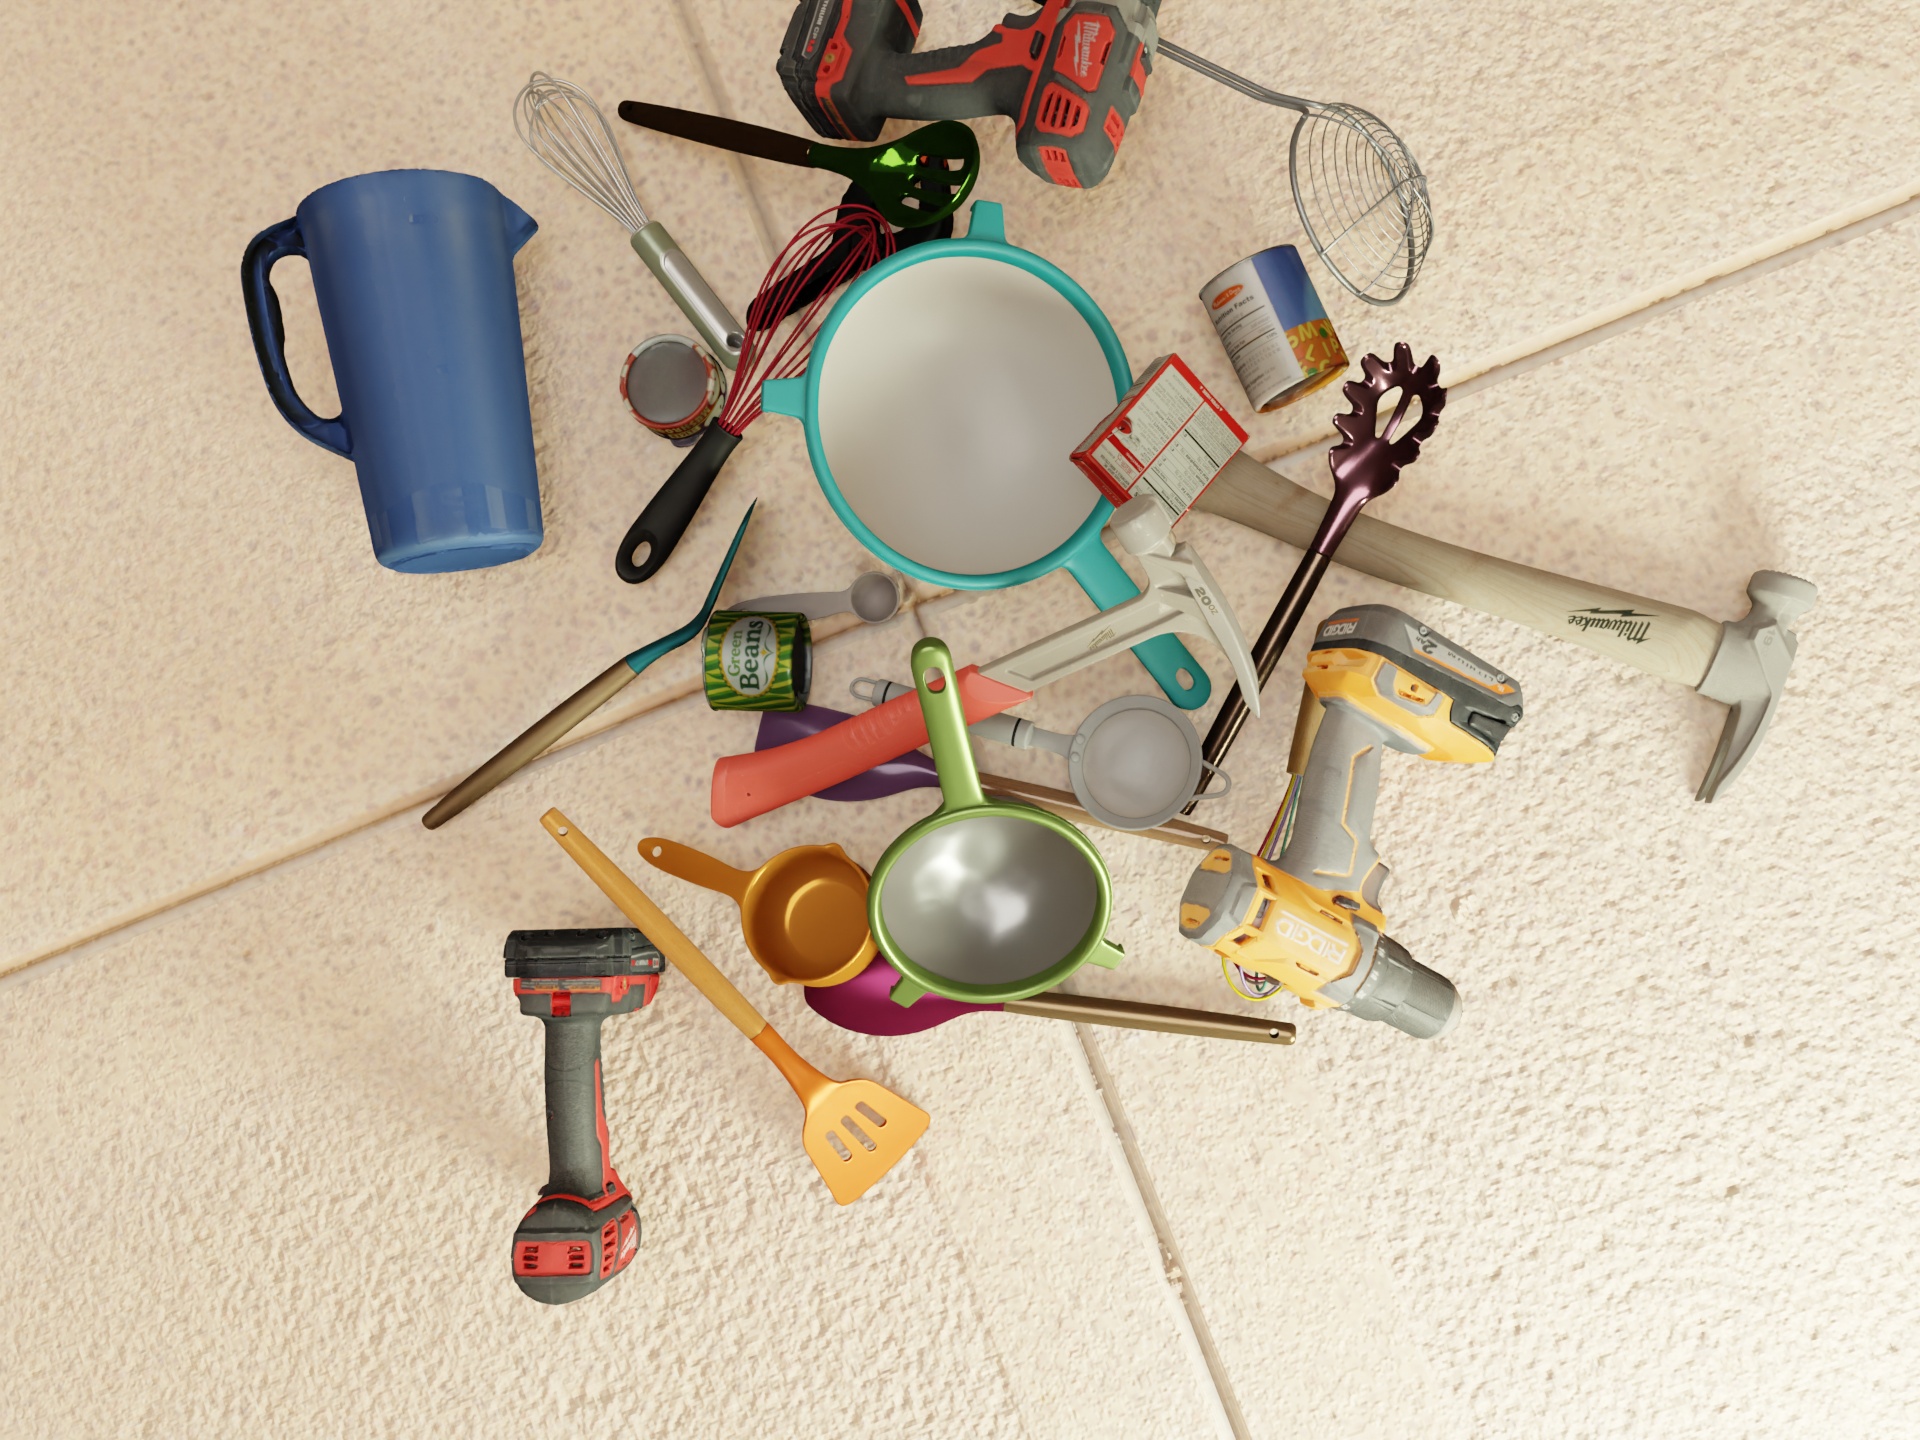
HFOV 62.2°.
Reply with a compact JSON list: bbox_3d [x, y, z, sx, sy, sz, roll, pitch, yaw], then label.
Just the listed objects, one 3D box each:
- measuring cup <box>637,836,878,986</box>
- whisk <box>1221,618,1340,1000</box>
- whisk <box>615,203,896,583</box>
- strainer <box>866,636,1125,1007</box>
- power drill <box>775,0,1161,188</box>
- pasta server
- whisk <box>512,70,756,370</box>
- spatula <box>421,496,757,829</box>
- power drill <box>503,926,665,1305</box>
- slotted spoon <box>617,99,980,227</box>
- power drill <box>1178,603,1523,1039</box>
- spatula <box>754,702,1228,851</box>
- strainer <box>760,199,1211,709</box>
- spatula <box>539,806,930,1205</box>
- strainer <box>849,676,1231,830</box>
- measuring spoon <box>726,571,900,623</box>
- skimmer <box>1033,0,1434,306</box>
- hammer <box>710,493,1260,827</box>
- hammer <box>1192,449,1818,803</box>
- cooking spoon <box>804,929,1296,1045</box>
[{"bbox_3d":[-0.129,0.114,1.035,0.174,0.052,0.095,19,80,19],"label":"measuring cup"},{"bbox_3d":[0.207,0.055,0.998,0.047,0.051,0.245,12,86,13],"label":"whisk"},{"bbox_3d":[-0.139,-0.203,1.025,0.073,0.073,0.295,41,109,7],"label":"whisk"},{"bbox_3d":[0.006,0.054,0.971,0.151,0.069,0.256,-11,118,4],"label":"strainer"},{"bbox_3d":[0.017,-0.437,0.991,0.227,0.080,0.188,16,84,22],"label":"power drill"},{"bbox_3d":[0.206,-0.079,0.976,0.060,0.040,0.316,32,104,20],"label":"pasta server"},{"bbox_3d":[-0.216,-0.334,1.068,0.058,0.059,0.246,-37,87,-23],"label":"whisk"},{"bbox_3d":[-0.245,-0.030,1.056,0.317,0.082,0.044,-37,106,9],"label":"spatula"},{"bbox_3d":[-0.235,0.242,1.003,0.078,0.143,0.220,-2,81,3],"label":"power drill"},{"bbox_3d":[-0.109,-0.364,1.007,0.314,0.031,0.070,24,89,32],"label":"slotted spoon"},{"bbox_3d":[0.253,0.068,0.950,0.185,0.084,0.226,28,82,-14],"label":"power drill"},{"bbox_3d":[0.017,0.045,1.034,0.316,0.018,0.060,12,92,9],"label":"spatula"},{"bbox_3d":[0.037,-0.139,1.012,0.211,0.095,0.340,-43,105,-11],"label":"strainer"},{"bbox_3d":[-0.143,0.173,0.982,0.081,0.041,0.322,-43,102,-10],"label":"spatula"},{"bbox_3d":[0.049,0.010,1.021,0.258,0.050,0.087,16,84,13],"label":"strainer"},{"bbox_3d":[-0.098,-0.076,1.059,0.124,0.018,0.034,-6,93,14],"label":"measuring spoon"},{"bbox_3d":[0.143,-0.390,1.018,0.363,0.127,0.090,35,136,19],"label":"skimmer"},{"bbox_3d":[-0.002,-0.003,0.983,0.359,0.037,0.149,-24,115,23],"label":"hammer"},{"bbox_3d":[0.304,-0.084,0.994,0.410,0.038,0.146,21,92,8],"label":"hammer"},{"bbox_3d":[0.054,0.182,1.023,0.319,0.017,0.069,5,88,8],"label":"cooking spoon"}]
